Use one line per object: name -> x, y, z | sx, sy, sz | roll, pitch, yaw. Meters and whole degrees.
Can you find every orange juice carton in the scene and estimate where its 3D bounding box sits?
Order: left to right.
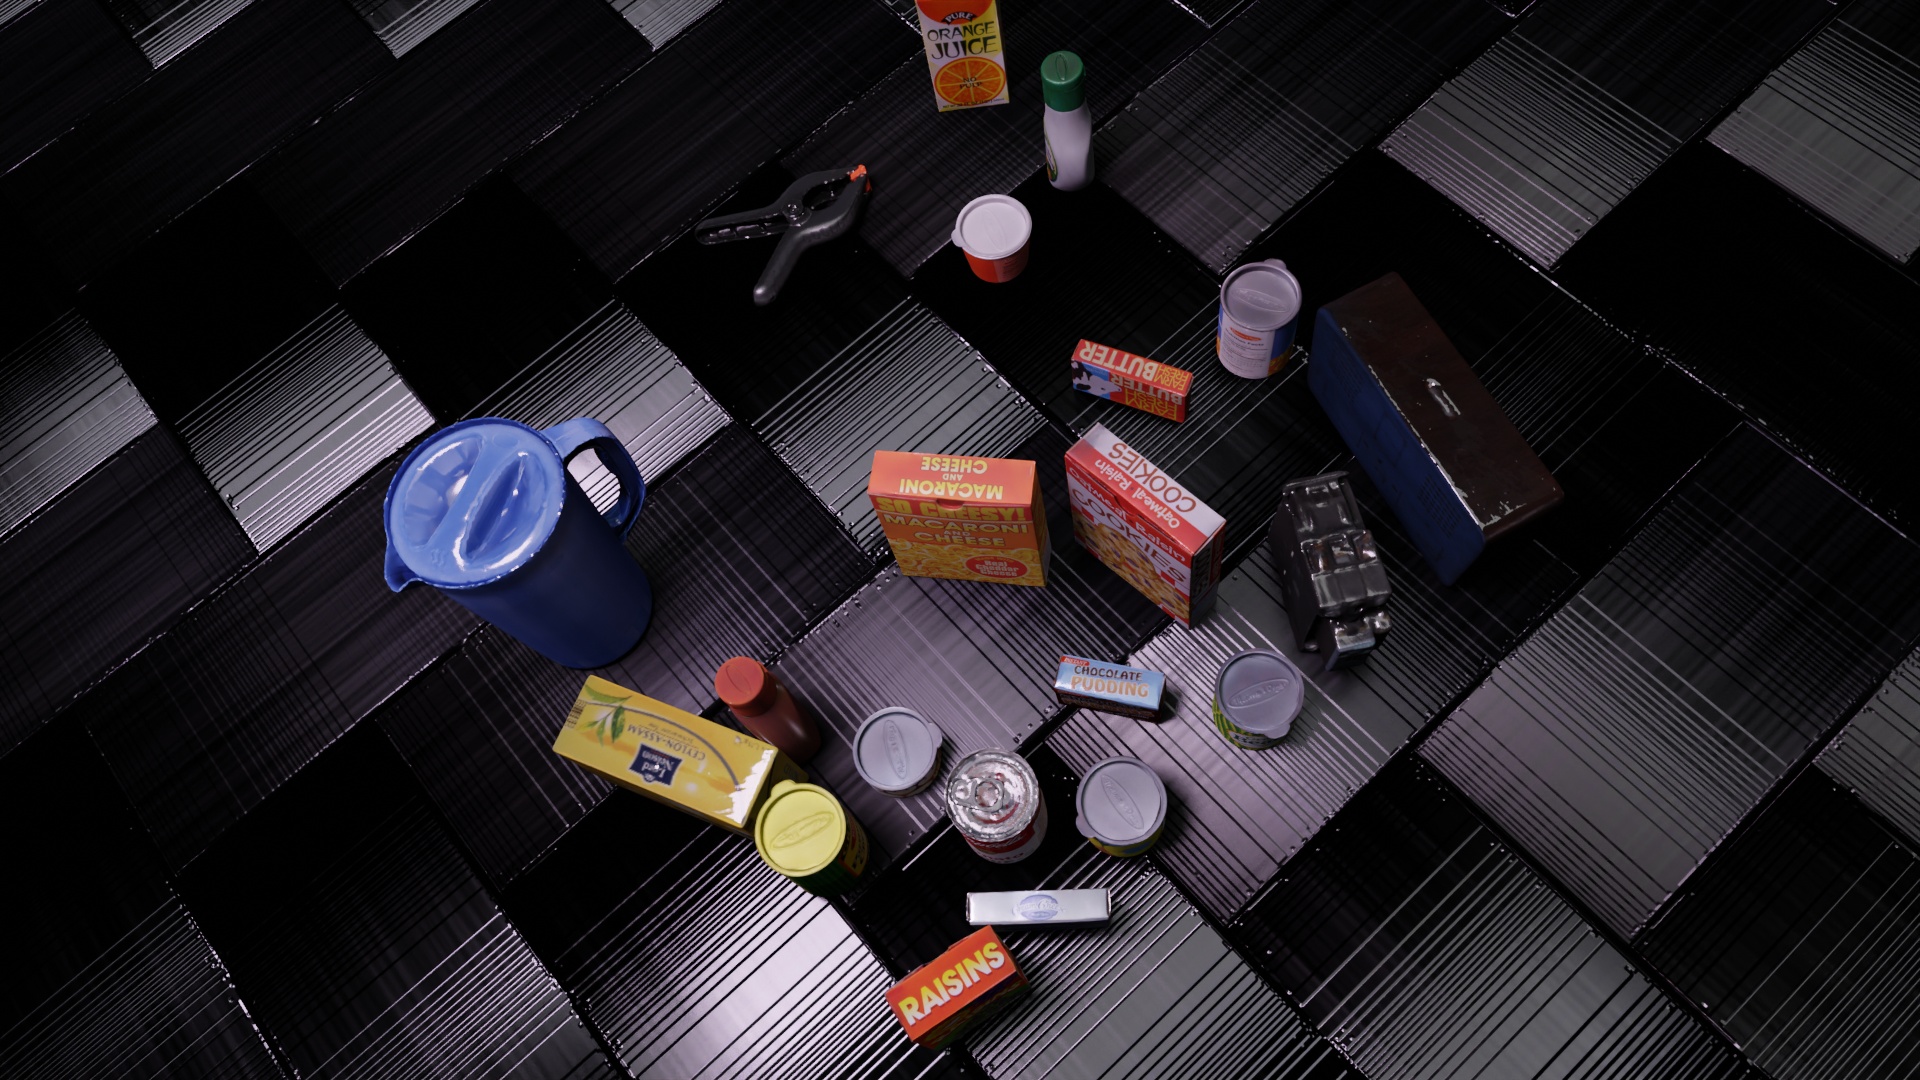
orange juice carton -> 0.000, -0.489, 1.278 | 0.072, 0.192, 0.073 | -6, 67, 5

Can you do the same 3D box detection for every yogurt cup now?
yogurt cup -> 0.032, -0.270, 1.256 | 0.072, 0.053, 0.072 | -3, 67, 7

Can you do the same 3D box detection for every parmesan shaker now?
parmesan shaker -> -0.109, 0.223, 1.038 | 0.071, 0.102, 0.071 | -3, 67, 7

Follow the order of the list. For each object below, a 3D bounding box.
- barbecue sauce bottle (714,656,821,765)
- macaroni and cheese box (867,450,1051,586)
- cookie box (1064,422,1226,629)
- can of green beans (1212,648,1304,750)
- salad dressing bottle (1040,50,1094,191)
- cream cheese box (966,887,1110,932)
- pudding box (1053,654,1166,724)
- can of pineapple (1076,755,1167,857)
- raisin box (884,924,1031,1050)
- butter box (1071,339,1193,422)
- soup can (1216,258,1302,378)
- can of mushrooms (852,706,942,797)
barbecue sauce bottle -> -0.149, 0.127, 1.059 | 0.044, 0.148, 0.065 | -40, 68, -9
macaroni and cheese box -> 0.004, -0.014, 1.089 | 0.124, 0.166, 0.040 | 4, 68, 10
cookie box -> 0.141, -0.007, 1.067 | 0.123, 0.167, 0.040 | 40, 78, 20
can of green beans -> 0.226, 0.122, 1.061 | 0.071, 0.057, 0.071 | -3, 67, 7
salad dressing bottle -> 0.095, -0.373, 1.240 | 0.044, 0.147, 0.064 | -7, 67, 5
cream cheese box -> 0.059, 0.272, 1.022 | 0.104, 0.053, 0.024 | -4, 67, 6
pudding box -> 0.117, 0.116, 1.083 | 0.084, 0.049, 0.030 | 11, 69, 12
can of pineapple -> 0.119, 0.201, 1.042 | 0.071, 0.057, 0.071 | -3, 67, 7
raisin box -> 0.001, 0.314, 0.973 | 0.086, 0.123, 0.040 | -32, 67, -6
butter box -> 0.147, -0.136, 1.184 | 0.103, 0.053, 0.024 | 20, 72, 15
soup can -> 0.252, -0.187, 1.175 | 0.071, 0.083, 0.071 | -3, 67, 7
can of mushrooms -> -0.047, 0.166, 1.092 | 0.071, 0.033, 0.071 | -3, 67, 7
